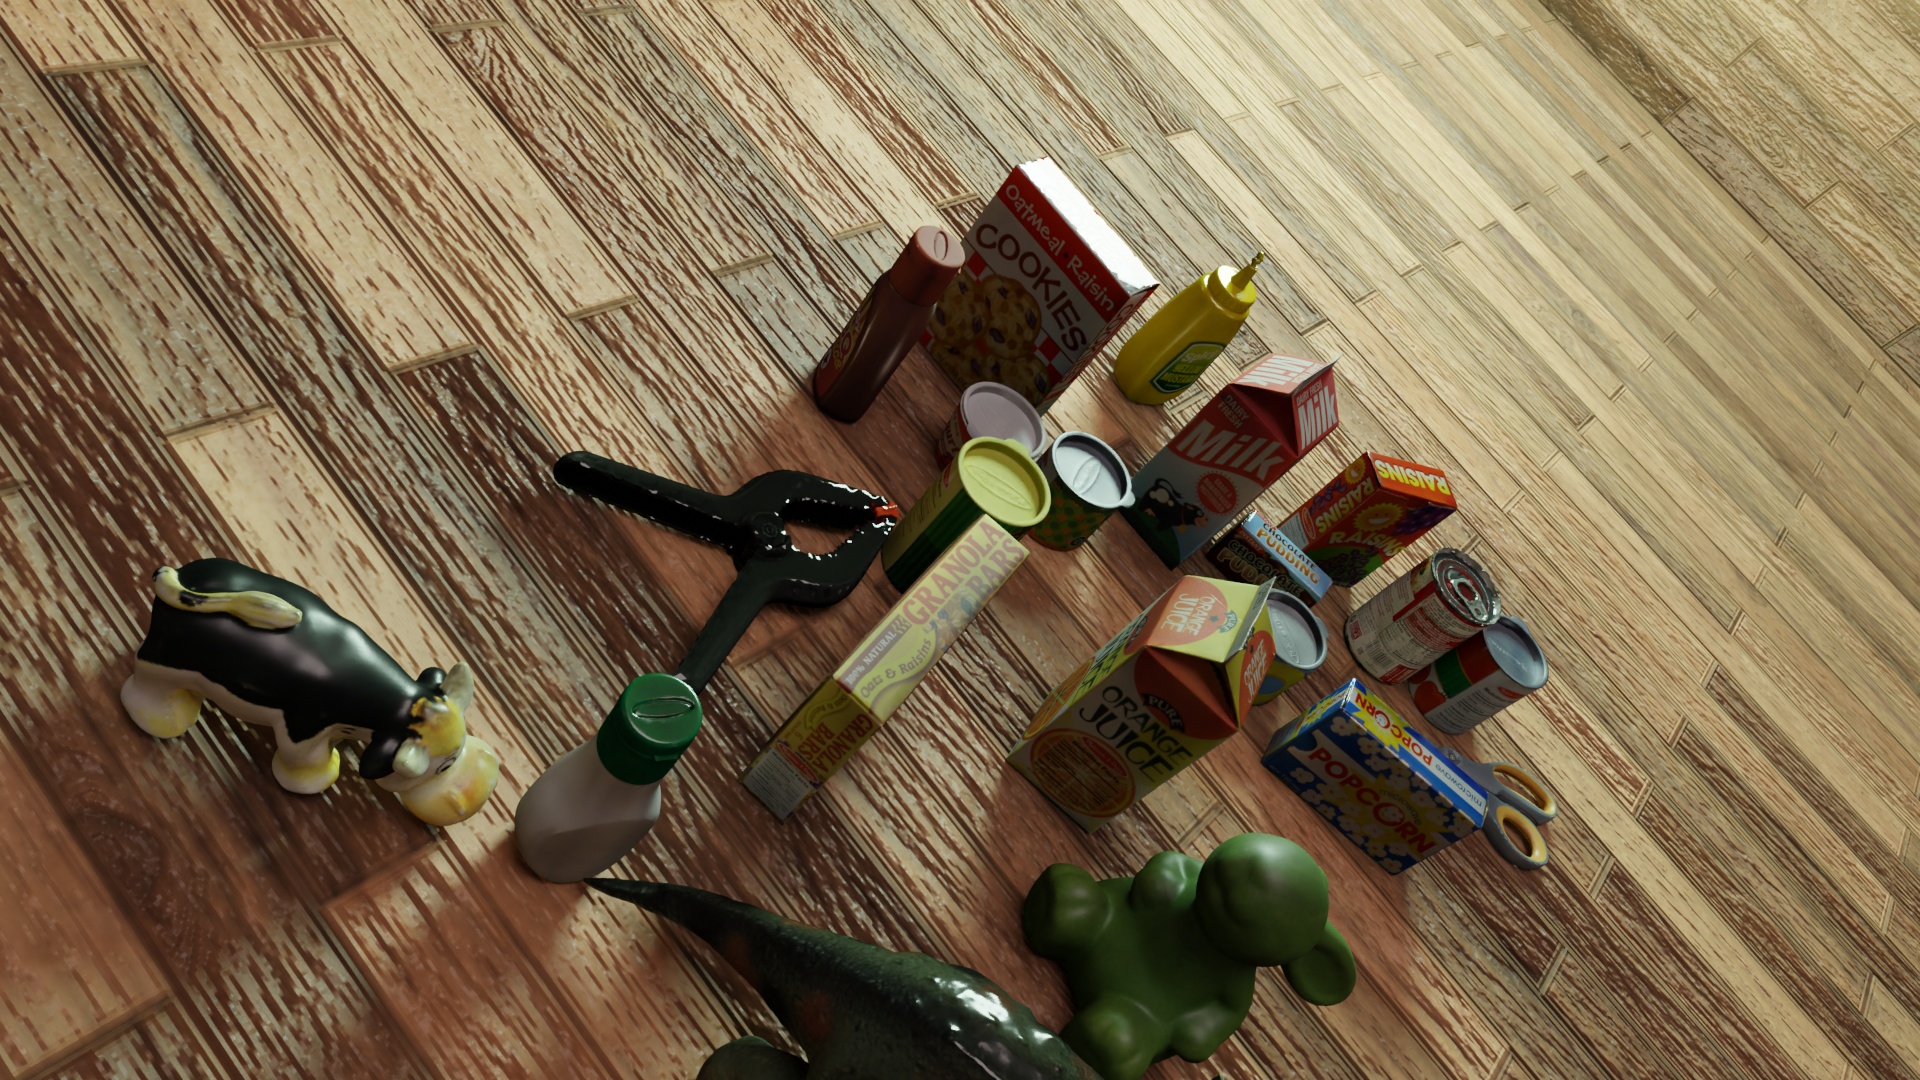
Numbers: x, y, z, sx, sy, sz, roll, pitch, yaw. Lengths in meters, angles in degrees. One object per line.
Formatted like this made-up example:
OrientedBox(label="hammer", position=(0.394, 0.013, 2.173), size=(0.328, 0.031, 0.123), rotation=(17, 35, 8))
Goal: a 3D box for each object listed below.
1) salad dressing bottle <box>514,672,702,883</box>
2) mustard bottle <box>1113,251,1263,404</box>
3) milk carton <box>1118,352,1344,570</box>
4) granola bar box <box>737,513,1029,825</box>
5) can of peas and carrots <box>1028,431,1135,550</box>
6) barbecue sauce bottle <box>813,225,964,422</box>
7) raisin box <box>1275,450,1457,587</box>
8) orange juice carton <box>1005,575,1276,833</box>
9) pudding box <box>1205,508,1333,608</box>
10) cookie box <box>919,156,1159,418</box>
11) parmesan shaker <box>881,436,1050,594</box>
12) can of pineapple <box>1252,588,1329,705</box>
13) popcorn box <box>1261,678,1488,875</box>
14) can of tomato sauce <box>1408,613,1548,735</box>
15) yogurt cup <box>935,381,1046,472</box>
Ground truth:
OrientedBox(label="salad dressing bottle", position=(-0.161, 0.111, 0.639), size=(0.064, 0.147, 0.044), rotation=(0, 58, -35))
OrientedBox(label="mustard bottle", position=(0.187, -0.170, 1.095), size=(0.065, 0.159, 0.049), rotation=(-2, 59, -36))
OrientedBox(label="milk carton", position=(0.200, -0.067, 1.002), size=(0.073, 0.189, 0.073), rotation=(49, 44, 7))
OrientedBox(label="granola bar box", position=(-0.042, 0.068, 0.773), size=(0.039, 0.123, 0.166), rotation=(43, 43, 0))
OrientedBox(label="can of peas and carrots", position=(0.080, -0.033, 0.986), size=(0.071, 0.058, 0.071), rotation=(19, 48, -23))
OrientedBox(label="barbecue sauce bottle", position=(-0.048, -0.145, 0.918), size=(0.043, 0.147, 0.065), rotation=(23, 47, -20))
OrientedBox(label="raisin box", position=(0.312, -0.014, 1.088), size=(0.086, 0.122, 0.040), rotation=(11, 51, -28))
OrientedBox(label="orange juice carton", position=(0.115, 0.090, 0.817), size=(0.073, 0.191, 0.072), rotation=(42, 43, -1))
OrientedBox(label="pudding box", position=(0.236, 0.022, 1.060), size=(0.084, 0.049, 0.030), rotation=(44, 43, 2))
OrientedBox(label="cookie box", position=(0.047, -0.170, 0.991), size=(0.123, 0.166, 0.040), rotation=(51, 44, 9))
OrientedBox(label="parmesan shaker", position=(0.003, -0.011, 0.882), size=(0.071, 0.102, 0.072), rotation=(19, 48, -23))
OrientedBox(label="can of pineapple", position=(0.221, 0.078, 0.999), size=(0.071, 0.057, 0.071), rotation=(19, 48, -23))
OrientedBox(label="popcorn box", position=(0.285, 0.164, 0.957), size=(0.126, 0.084, 0.038), rotation=(41, 43, -2))
OrientedBox(label="can of tomato sauce", position=(0.405, 0.104, 1.090), size=(0.071, 0.082, 0.071), rotation=(19, 48, -23))
OrientedBox(label="yogurt cup", position=(0.018, -0.069, 0.974), size=(0.072, 0.053, 0.073), rotation=(19, 48, -23))
